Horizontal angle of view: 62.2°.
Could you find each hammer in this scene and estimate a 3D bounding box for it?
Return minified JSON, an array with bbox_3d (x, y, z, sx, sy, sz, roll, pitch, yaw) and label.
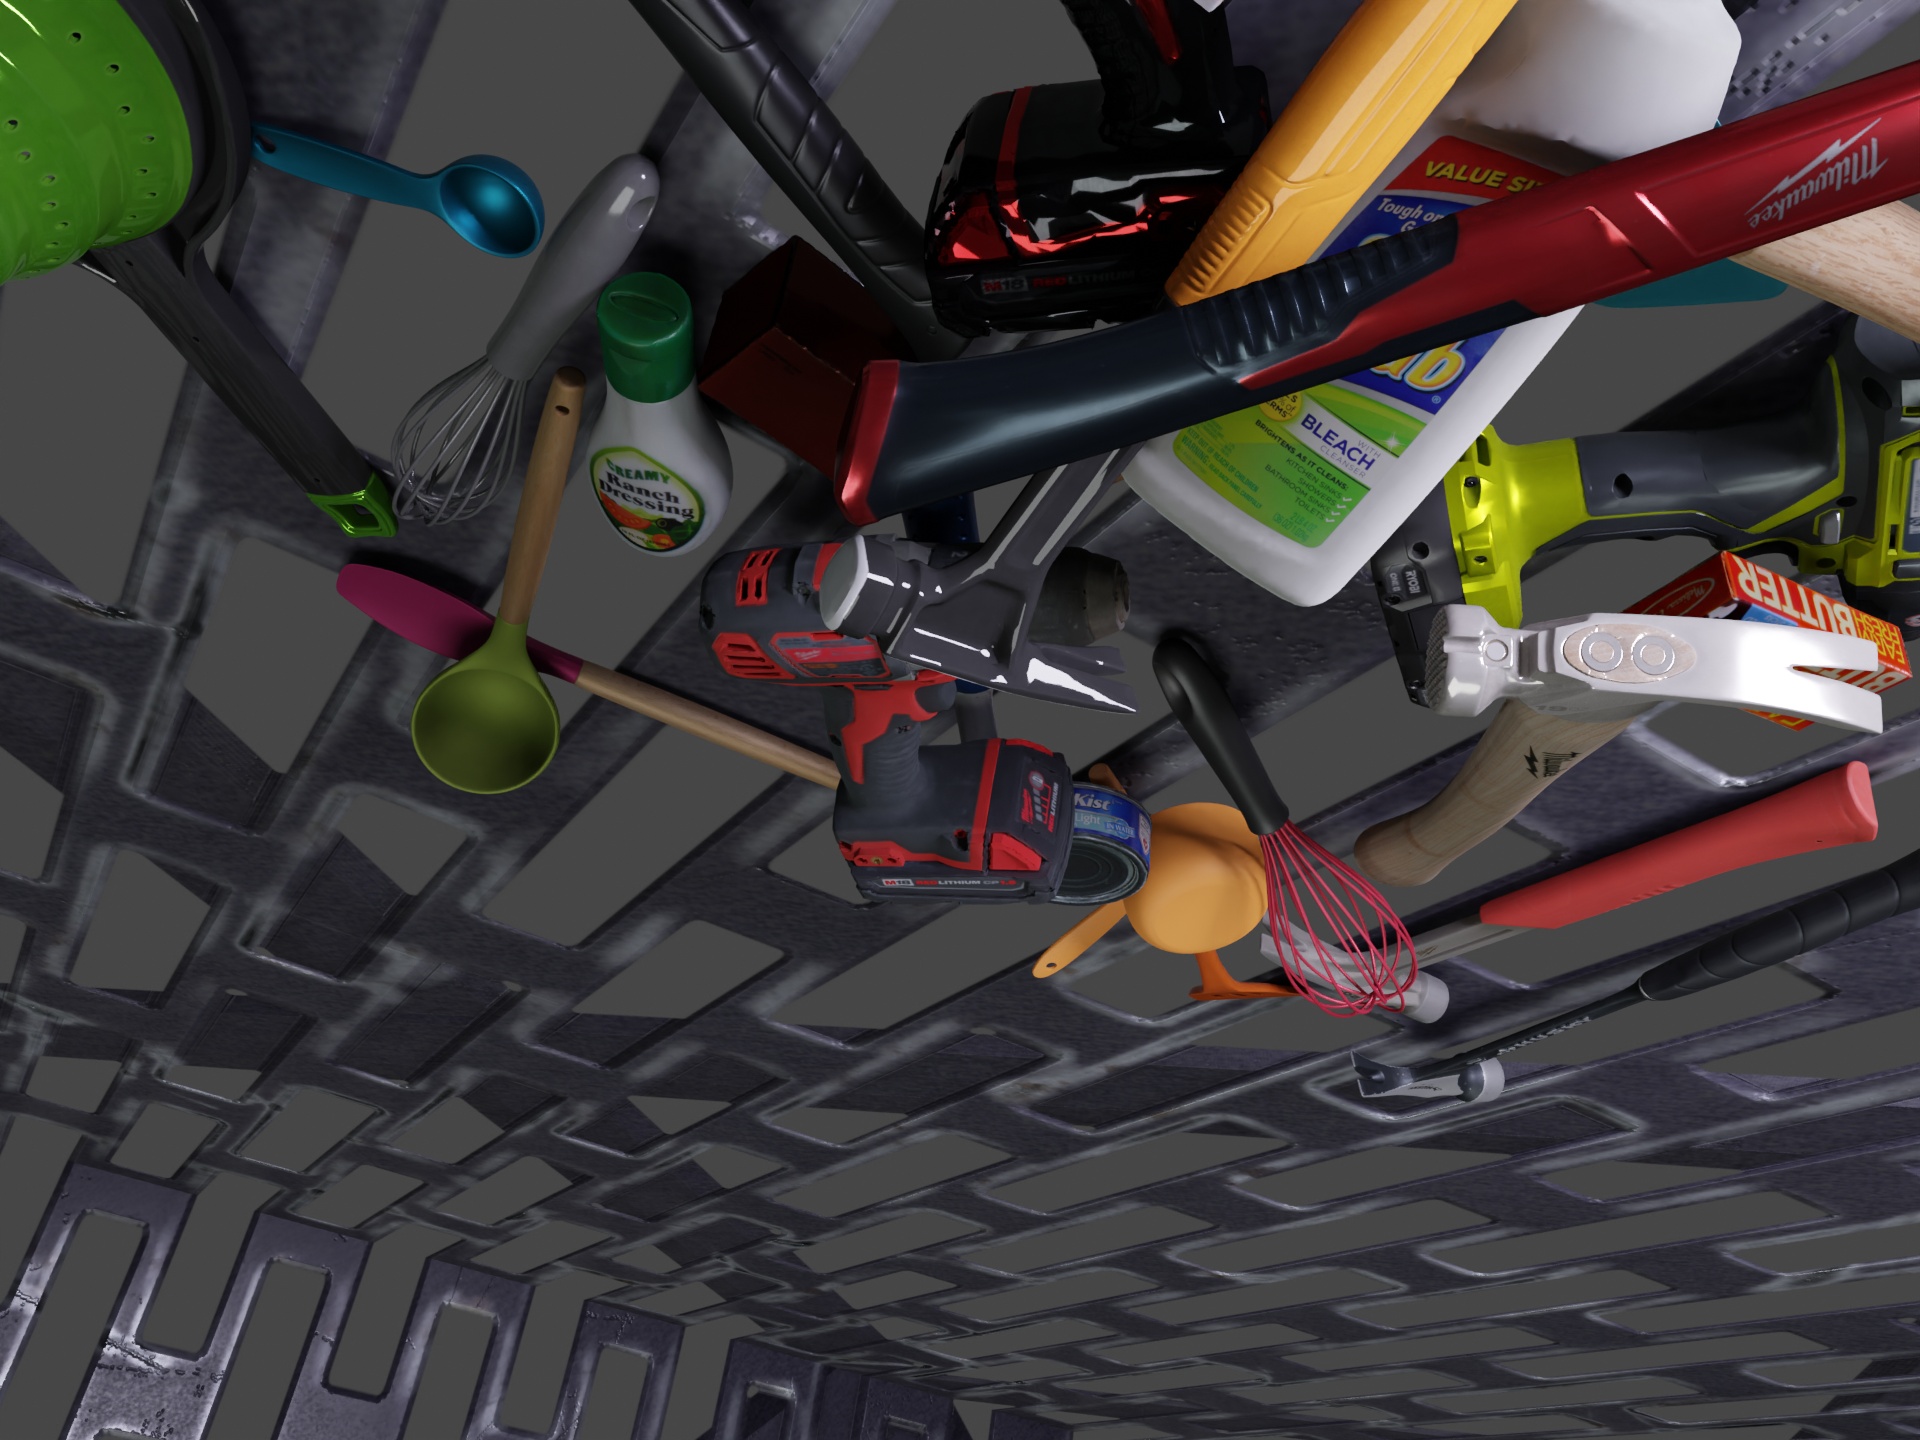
[{"bbox_3d":[0.000,-0.014,0.831,0.144,0.035,0.405,4,147,9],"label":"hammer"},{"bbox_3d":[0.343,0.099,0.916,0.149,0.037,0.359,26,145,-23],"label":"hammer"},{"bbox_3d":[-0.095,-0.233,0.517,0.146,0.035,0.334,-14,141,32],"label":"hammer"},{"bbox_3d":[0.382,-0.107,0.509,0.331,0.031,0.130,18,108,-17],"label":"hammer"},{"bbox_3d":[0.087,-0.130,0.481,0.127,0.034,0.336,16,131,-27],"label":"hammer"},{"bbox_3d":[0.414,0.167,0.981,0.149,0.036,0.409,6,150,-31],"label":"hammer"},{"bbox_3d":[0.250,0.031,0.718,0.146,0.038,0.410,4,166,6],"label":"hammer"},{"bbox_3d":[0.152,-0.113,0.445,0.386,0.038,0.143,-17,124,9],"label":"hammer"}]

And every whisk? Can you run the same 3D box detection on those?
[{"bbox_3d":[-0.183,-0.151,0.662,0.055,0.055,0.239,27,139,-25],"label":"whisk"},{"bbox_3d":[0.173,0.066,0.857,0.073,0.073,0.295,-13,128,32],"label":"whisk"}]

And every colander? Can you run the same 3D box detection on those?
[{"bbox_3d":[-0.346,-0.172,0.617,0.204,0.095,0.396,1,148,18],"label":"colander"}]

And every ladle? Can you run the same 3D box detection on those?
[{"bbox_3d":[-0.214,-0.055,0.766,0.078,0.062,0.320,14,148,-16],"label":"ladle"}]

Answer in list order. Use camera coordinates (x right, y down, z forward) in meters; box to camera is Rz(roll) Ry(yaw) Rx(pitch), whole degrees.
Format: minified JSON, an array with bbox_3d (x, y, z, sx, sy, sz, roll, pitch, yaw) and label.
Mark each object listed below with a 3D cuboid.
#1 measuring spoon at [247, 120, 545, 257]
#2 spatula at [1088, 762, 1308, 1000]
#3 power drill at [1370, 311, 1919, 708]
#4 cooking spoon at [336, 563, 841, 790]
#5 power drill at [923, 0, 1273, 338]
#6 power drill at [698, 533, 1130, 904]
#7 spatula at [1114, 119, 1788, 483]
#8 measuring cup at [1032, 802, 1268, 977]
[{"bbox_3d":[-0.216,-0.211,0.606,0.128,0.021,0.042,18,147,5],"label":"measuring spoon"},{"bbox_3d":[0.144,0.118,1.014,0.081,0.041,0.322,-8,140,25],"label":"spatula"},{"bbox_3d":[0.282,-0.074,0.627,0.223,0.080,0.171,-8,143,21],"label":"power drill"},{"bbox_3d":[-0.191,-0.018,0.894,0.318,0.017,0.068,24,149,-20],"label":"cooking spoon"},{"bbox_3d":[0.020,-0.224,0.464,0.143,0.079,0.219,-1,143,15],"label":"power drill"},{"bbox_3d":[-0.001,-0.002,0.750,0.188,0.080,0.226,-2,143,16],"label":"power drill"},{"bbox_3d":[0.136,-0.135,0.599,0.317,0.044,0.082,-21,112,42],"label":"spatula"},{"bbox_3d":[0.108,0.121,0.943,0.095,0.052,0.173,30,120,-33],"label":"measuring cup"}]
